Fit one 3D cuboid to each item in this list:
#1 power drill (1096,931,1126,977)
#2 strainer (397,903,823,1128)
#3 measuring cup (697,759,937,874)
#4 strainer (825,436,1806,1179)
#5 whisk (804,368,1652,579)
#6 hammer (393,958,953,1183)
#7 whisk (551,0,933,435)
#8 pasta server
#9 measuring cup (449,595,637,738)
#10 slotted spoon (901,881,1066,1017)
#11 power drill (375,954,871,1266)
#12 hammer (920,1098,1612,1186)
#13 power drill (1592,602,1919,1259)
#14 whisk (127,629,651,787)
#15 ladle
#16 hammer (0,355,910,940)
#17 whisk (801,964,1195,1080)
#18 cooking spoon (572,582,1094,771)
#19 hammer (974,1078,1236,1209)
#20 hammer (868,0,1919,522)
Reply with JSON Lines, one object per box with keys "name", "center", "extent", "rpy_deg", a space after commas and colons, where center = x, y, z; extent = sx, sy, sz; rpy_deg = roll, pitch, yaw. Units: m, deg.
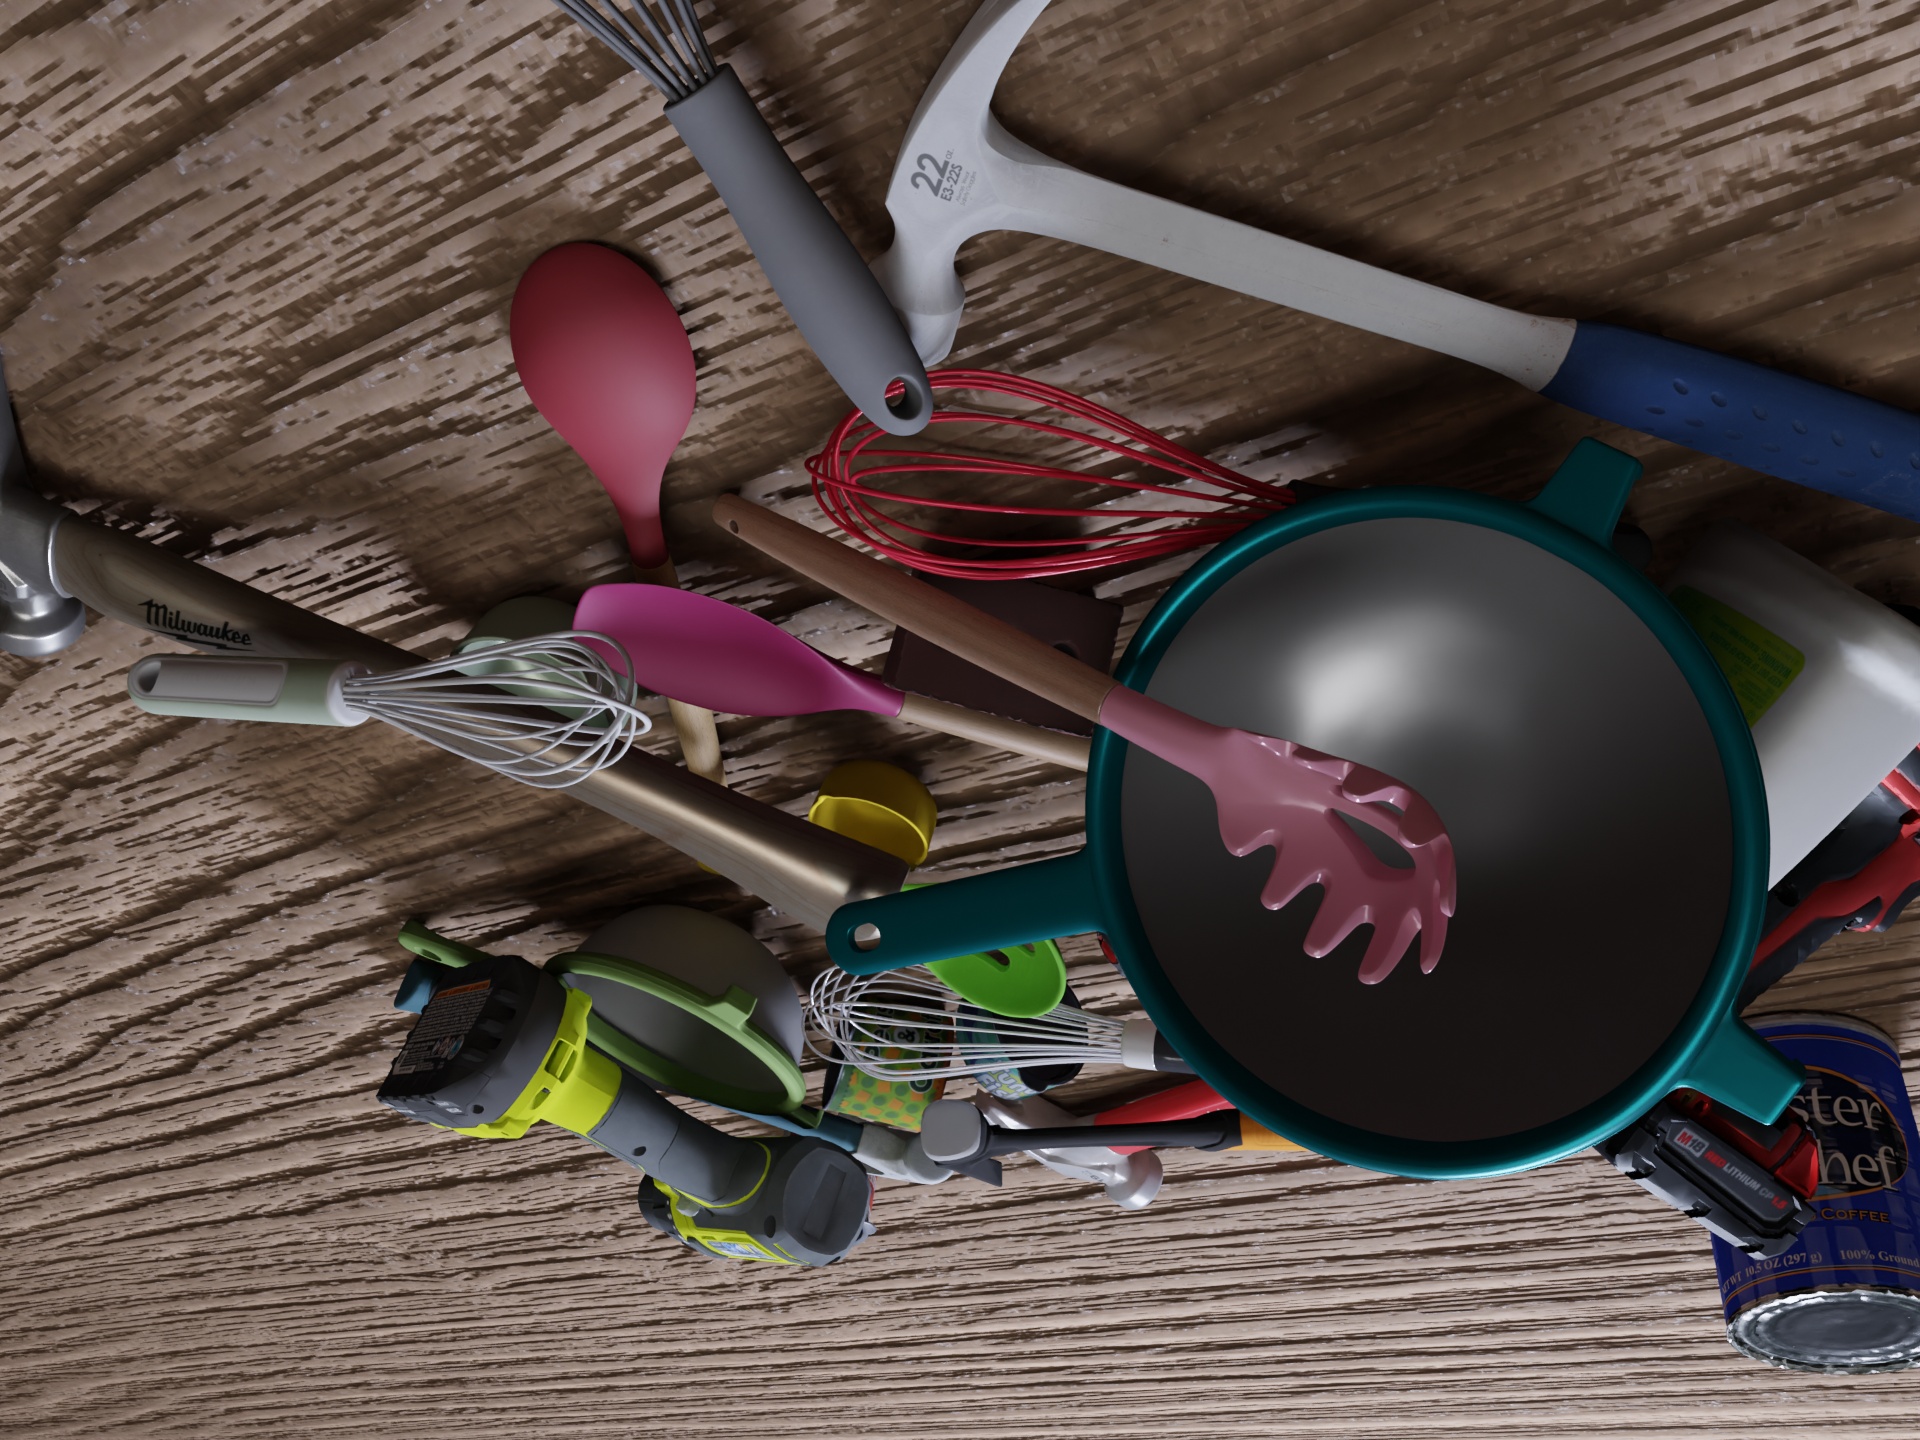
{"name": "power drill", "center": [0.181, 0.077, 0.677], "extent": [0.219, 0.079, 0.143], "rpy_deg": [14, 140, -11]}
{"name": "strainer", "center": [-0.185, 0.129, 0.850], "extent": [0.256, 0.069, 0.151], "rpy_deg": [14, 148, 22]}
{"name": "measuring cup", "center": [-0.073, 0.051, 0.759], "extent": [0.156, 0.029, 0.062], "rpy_deg": [-15, 133, 43]}
{"name": "strainer", "center": [0.103, 0.047, 0.555], "extent": [0.340, 0.211, 0.095], "rpy_deg": [-17, 174, 36]}
{"name": "whisk", "center": [0.094, -0.074, 0.547], "extent": [0.296, 0.073, 0.073], "rpy_deg": [6, 140, -3]}
{"name": "hammer", "center": [-0.168, 0.206, 0.927], "extent": [0.331, 0.033, 0.128], "rpy_deg": [21, 161, -6]}
{"name": "whisk", "center": [-0.075, -0.174, 0.445], "extent": [0.055, 0.055, 0.238], "rpy_deg": [-18, 125, 29]}
{"name": "pasta server", "center": [0.024, -0.013, 0.523], "extent": [0.316, 0.040, 0.060], "rpy_deg": [29, 132, 31]}
{"name": "measuring cup", "center": [-0.142, 0.009, 0.689], "extent": [0.167, 0.038, 0.083], "rpy_deg": [41, 136, -21]}
{"name": "slotted spoon", "center": [-0.096, 0.056, 0.726], "extent": [0.314, 0.031, 0.070], "rpy_deg": [23, 129, 1]}
{"name": "power drill", "center": [-0.182, 0.218, 0.841], "extent": [0.228, 0.080, 0.190], "rpy_deg": [37, 148, -24]}
{"name": "hammer", "center": [0.156, 0.210, 0.813], "extent": [0.337, 0.034, 0.127], "rpy_deg": [-6, 158, 13]}
{"name": "power drill", "center": [0.336, 0.088, 0.606], "extent": [0.187, 0.080, 0.226], "rpy_deg": [33, 97, -25]}
{"name": "whisk", "center": [-0.220, -0.010, 0.589], "extent": [0.246, 0.058, 0.059], "rpy_deg": [3, 163, 25]}
{"name": "ladle", "center": [-0.121, -0.049, 0.643], "extent": [0.069, 0.031, 0.315], "rpy_deg": [11, 143, 11]}
{"name": "hammer", "center": [-0.212, -0.014, 0.639], "extent": [0.410, 0.038, 0.146], "rpy_deg": [23, 138, 0]}
{"name": "whisk", "center": [0.055, 0.148, 0.751], "extent": [0.285, 0.070, 0.070], "rpy_deg": [2, 140, 21]}
{"name": "cooking spoon", "center": [-0.001, -0.002, 0.659], "extent": [0.318, 0.017, 0.068], "rpy_deg": [16, 141, -15]}
{"name": "hammer", "center": [0.183, 0.177, 0.840], "extent": [0.143, 0.038, 0.386], "rpy_deg": [37, 133, -27]}
{"name": "hammer", "center": [0.177, -0.120, 0.490], "extent": [0.405, 0.035, 0.144], "rpy_deg": [15, 140, -7]}
